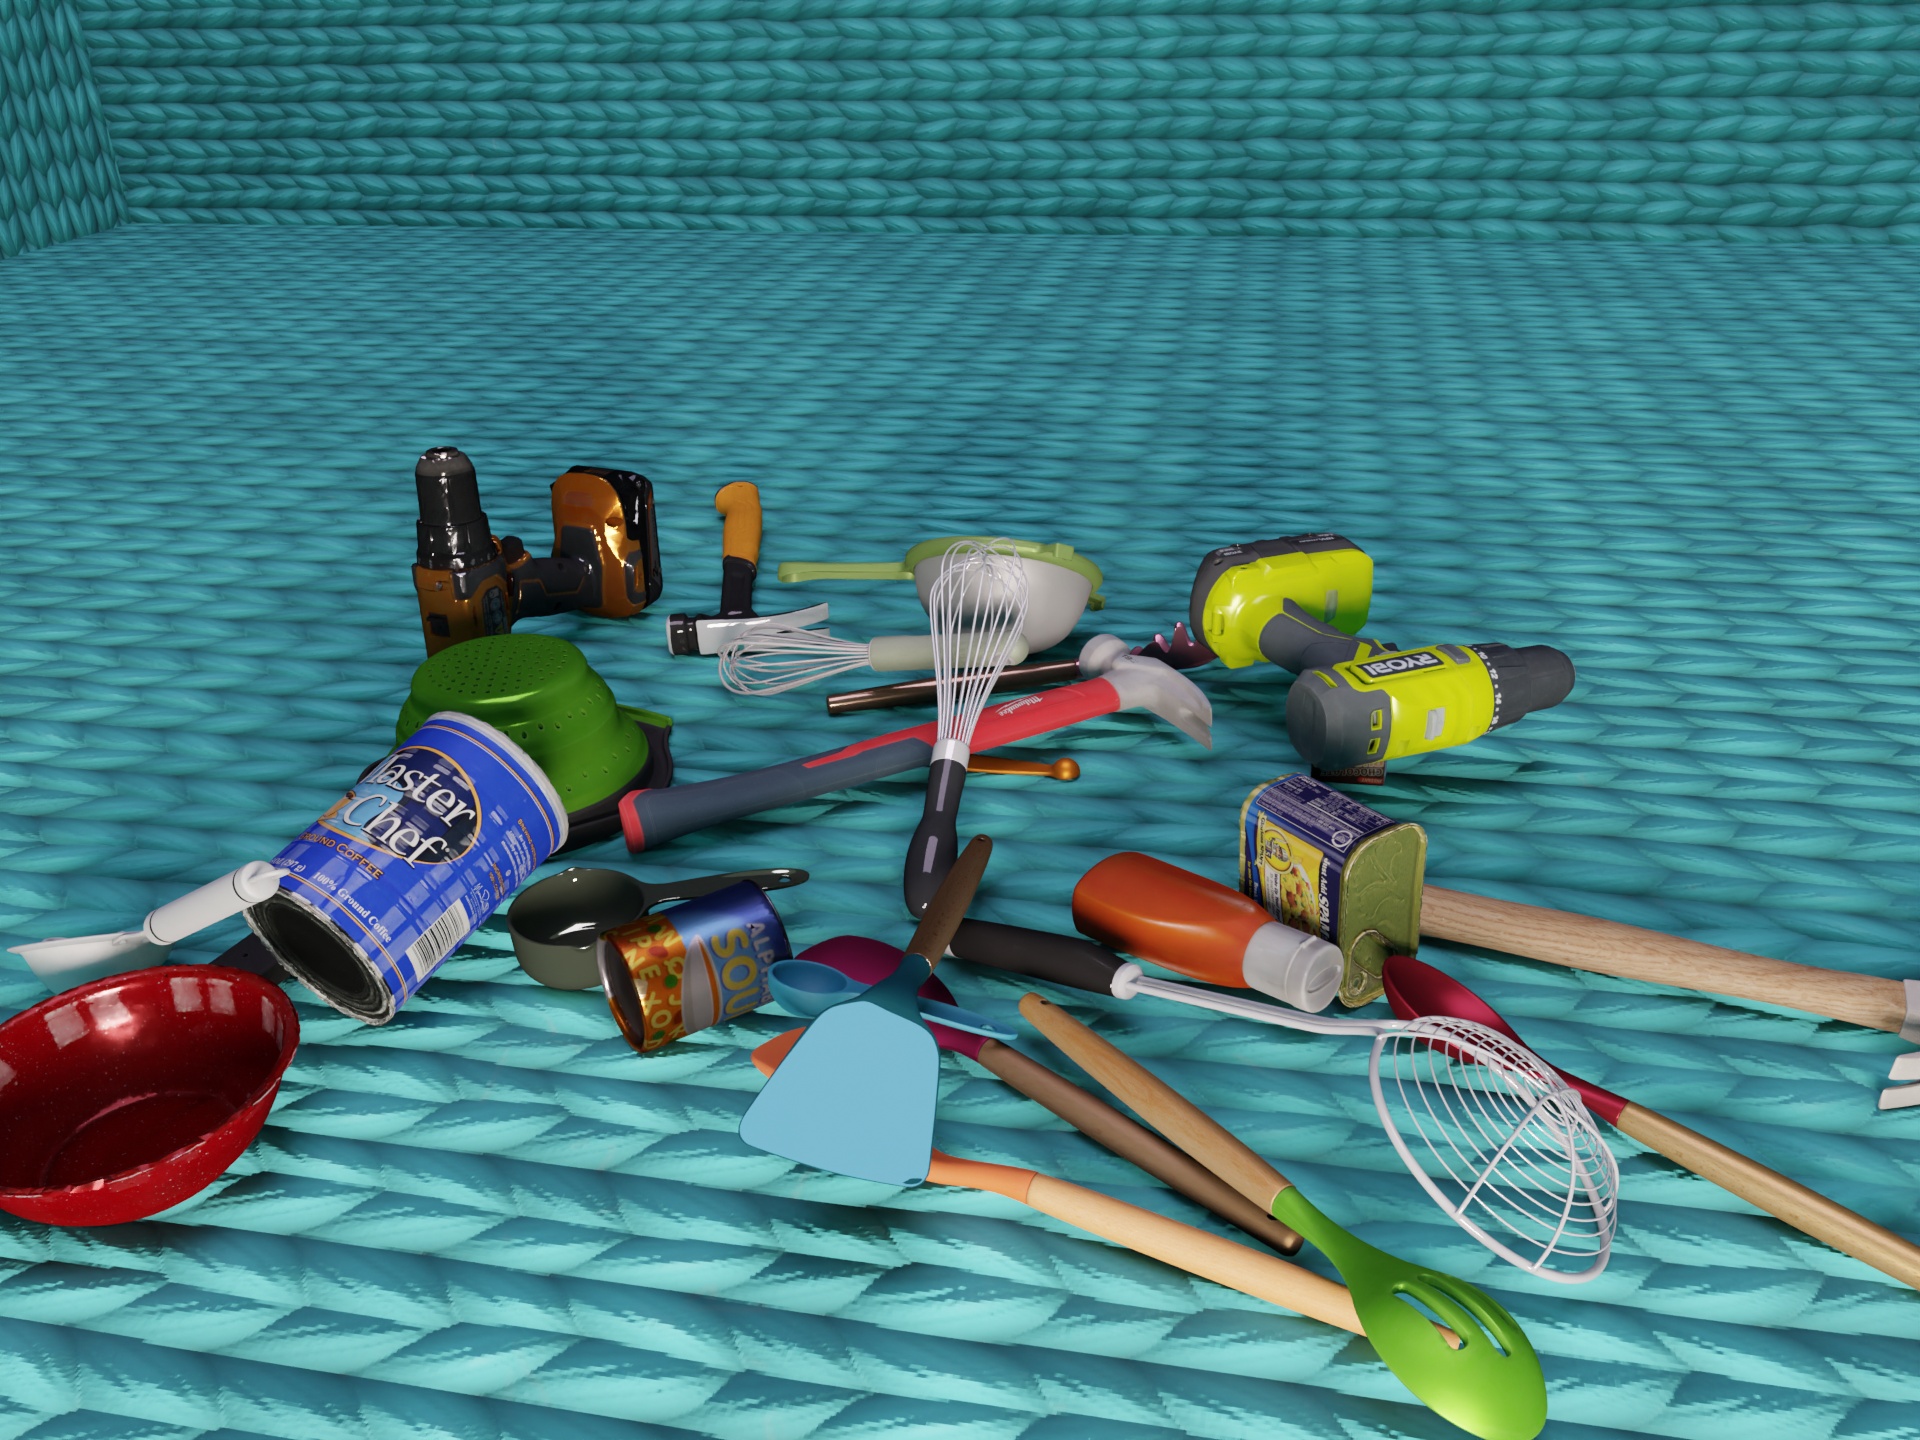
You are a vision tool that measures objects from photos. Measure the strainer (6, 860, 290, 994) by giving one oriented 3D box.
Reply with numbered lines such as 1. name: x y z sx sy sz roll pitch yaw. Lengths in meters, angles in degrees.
1. strainer: -0.412 0.109 0.814 0.258 0.050 0.086 -22 -15 37

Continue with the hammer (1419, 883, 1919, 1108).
1. hammer: 0.366 0.126 0.839 0.331 0.031 0.130 10 29 22

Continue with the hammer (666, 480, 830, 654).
1. hammer: -0.183 -0.142 1.381 0.127 0.034 0.337 -5 28 -5

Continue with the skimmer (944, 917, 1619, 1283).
1. skimmer: 0.130 0.167 0.769 0.363 0.090 0.127 8 8 40

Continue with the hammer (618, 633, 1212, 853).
1. hammer: -0.026 0.025 1.031 0.386 0.038 0.143 -16 29 -21

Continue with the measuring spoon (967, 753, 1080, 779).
1. measuring spoon: 0.023 0.026 1.070 0.117 0.011 0.021 6 28 14

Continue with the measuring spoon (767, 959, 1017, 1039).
1. measuring spoon: -0.036 0.148 0.793 0.128 0.021 0.042 14 12 4

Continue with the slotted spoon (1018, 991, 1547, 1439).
1. slotted spoon: 0.120 0.193 0.687 0.070 0.031 0.314 0 19 -36

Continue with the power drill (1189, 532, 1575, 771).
1. power drill: 0.274 -0.050 1.069 0.190 0.080 0.229 -11 29 -17

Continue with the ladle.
1. ladle: 0.327 0.191 0.721 0.316 0.031 0.069 27 19 39

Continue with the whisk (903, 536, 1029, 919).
1. whisk: -0.001 -0.004 0.985 0.070 0.070 0.285 3 55 9

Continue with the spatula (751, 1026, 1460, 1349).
1. spatula: 0.055 0.204 0.694 0.323 0.041 0.081 14 6 24

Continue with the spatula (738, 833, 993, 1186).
1. spatula: -0.020 0.123 0.795 0.082 0.044 0.317 12 17 9

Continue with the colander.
1. colander: -0.328 0.039 0.974 0.204 0.094 0.397 10 30 22

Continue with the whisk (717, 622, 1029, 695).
1. whisk: -0.067 -0.048 1.136 0.246 0.057 0.059 -2 60 23

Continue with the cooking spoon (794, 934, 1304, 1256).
1. cooking spoon: 0.032 0.173 0.779 0.068 0.017 0.319 -21 33 -41

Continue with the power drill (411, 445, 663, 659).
1. power drill: -0.329 -0.136 1.221 0.084 0.185 0.226 10 26 24

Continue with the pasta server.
1. pasta server: 0.057 -0.042 1.172 0.316 0.040 0.060 -9 -1 -10

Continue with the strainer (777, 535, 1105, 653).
1. strainer: -0.021 -0.088 1.210 0.256 0.069 0.151 2 -10 15

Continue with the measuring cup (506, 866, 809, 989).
1. measuring cup: -0.166 0.112 0.891 0.167 0.038 0.083 -7 28 -15
